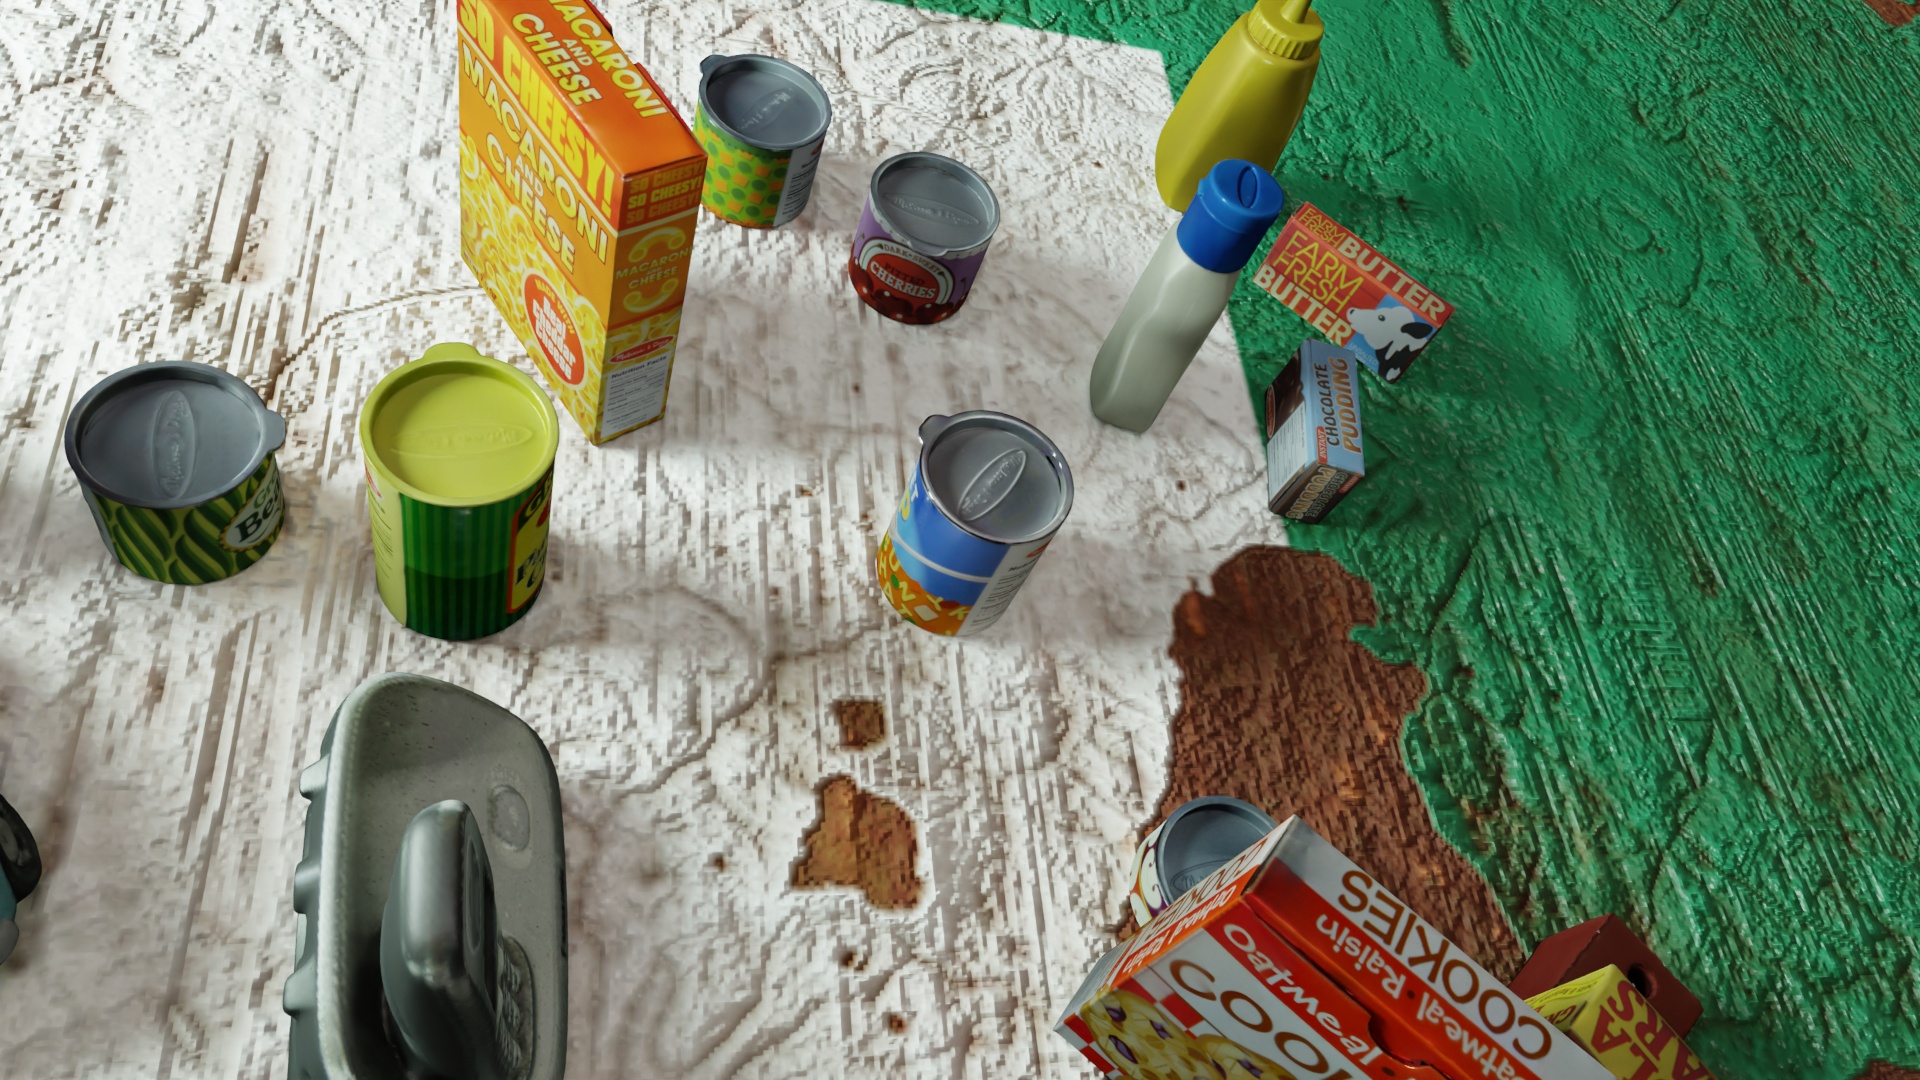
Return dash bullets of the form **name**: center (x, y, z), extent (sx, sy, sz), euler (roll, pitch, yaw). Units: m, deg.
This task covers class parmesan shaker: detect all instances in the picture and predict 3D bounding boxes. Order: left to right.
- **parmesan shaker**: center (-0.190, -0.016, 0.528), extent (0.071, 0.102, 0.071), euler (9, 56, -14)

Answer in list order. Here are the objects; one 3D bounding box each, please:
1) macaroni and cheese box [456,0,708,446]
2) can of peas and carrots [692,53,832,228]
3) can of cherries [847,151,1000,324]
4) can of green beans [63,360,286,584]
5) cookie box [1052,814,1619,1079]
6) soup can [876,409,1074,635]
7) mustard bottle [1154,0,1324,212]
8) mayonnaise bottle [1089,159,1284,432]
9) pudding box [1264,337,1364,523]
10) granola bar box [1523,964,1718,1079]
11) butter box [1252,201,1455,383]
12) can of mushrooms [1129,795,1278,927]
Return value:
- **macaroni and cheese box**: center (-0.162, -0.138, 0.577), extent (0.040, 0.165, 0.124), euler (-28, 71, -31)
- **can of peas and carrots**: center (-0.106, -0.203, 0.706), extent (0.071, 0.058, 0.071), euler (9, 56, -14)
- **can of cherries**: center (-0.021, -0.150, 0.702), extent (0.071, 0.058, 0.072), euler (9, 56, -14)
- **can of green beans**: center (-0.294, -0.025, 0.525), extent (0.071, 0.057, 0.071), euler (9, 56, -14)
- **cookie box**: center (0.115, 0.174, 0.473), extent (0.123, 0.166, 0.040), euler (39, 55, 7)
- **soup can**: center (0.002, -0.008, 0.602), extent (0.071, 0.083, 0.072), euler (9, 56, -14)
- **mustard bottle**: center (0.161, -0.249, 0.766), extent (0.065, 0.159, 0.049), euler (0, 59, -19)
- **mayonnaise bottle**: center (0.106, -0.117, 0.669), extent (0.041, 0.147, 0.065), euler (19, 54, -7)
- **pudding box**: center (0.182, -0.057, 0.718), extent (0.030, 0.049, 0.084), euler (14, 55, -11)
- **granola bar box**: center (0.247, 0.247, 0.499), extent (0.039, 0.123, 0.166), euler (-30, 72, -32)
- **butter box**: center (0.219, -0.139, 0.781), extent (0.103, 0.052, 0.024), euler (39, 55, 8)
- **can of mushrooms**: center (0.106, 0.144, 0.571), extent (0.071, 0.033, 0.071), euler (9, 56, -14)
